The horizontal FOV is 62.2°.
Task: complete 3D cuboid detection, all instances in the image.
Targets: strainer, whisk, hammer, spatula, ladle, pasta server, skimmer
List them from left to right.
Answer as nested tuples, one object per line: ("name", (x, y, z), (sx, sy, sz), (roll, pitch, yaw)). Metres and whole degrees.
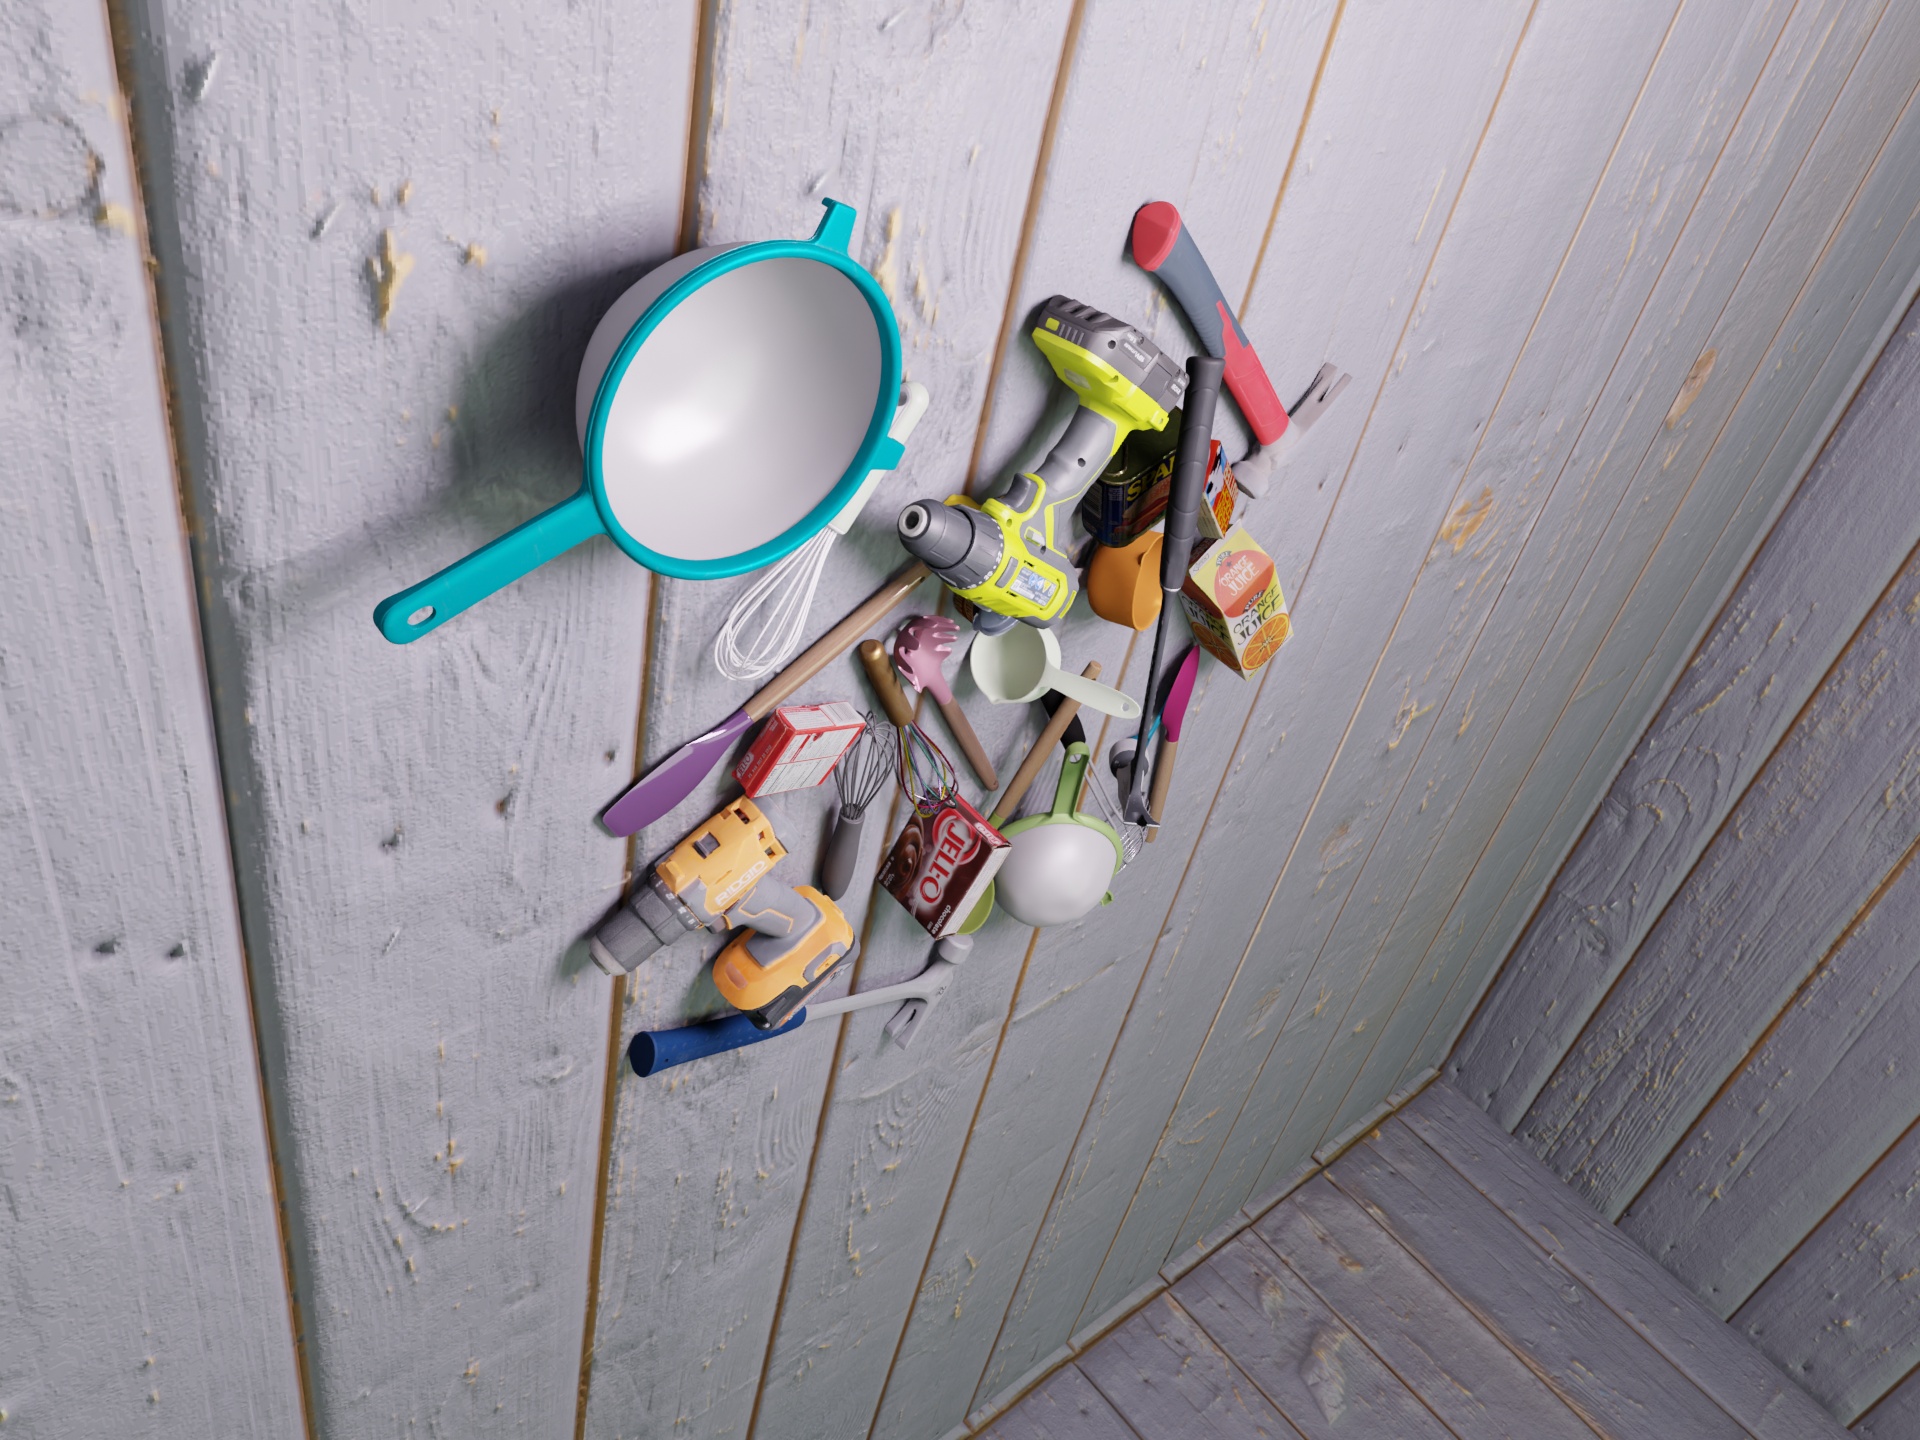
("strainer", (-0.193, -0.159, 0.908), (0.340, 0.095, 0.210), (-35, 145, -17))
("spatula", (-0.141, -0.019, 1.208), (0.316, 0.018, 0.059), (-41, 154, -9))
("hammer", (-0.149, 0.288, 1.534), (0.405, 0.035, 0.144), (-3, 128, -50))
("whisk", (-0.096, -0.131, 1.111), (0.059, 0.058, 0.246), (27, 99, -50))
("whisk", (-0.095, 0.078, 1.356), (0.055, 0.055, 0.238), (-25, 148, -34))
("whisk", (-0.045, 0.012, 1.343), (0.047, 0.051, 0.244), (-35, 145, -10))
("pasta server", (-0.002, -0.004, 1.382), (0.060, 0.040, 0.316), (-52, 152, -14))
("ladle", (0.057, 0.077, 1.500), (0.078, 0.062, 0.320), (-1, 132, -44))
("strainer", (0.100, 0.128, 1.561), (0.151, 0.069, 0.256), (0, 138, -9))
("skimmer", (0.112, 0.048, 1.596), (0.127, 0.090, 0.362), (-45, 140, -14))
("hammer", (0.168, -0.098, 1.298), (0.036, 0.149, 0.408), (5, 118, -1))
("hammer", (0.232, -0.320, 1.315), (0.143, 0.038, 0.386), (-51, 150, 2))

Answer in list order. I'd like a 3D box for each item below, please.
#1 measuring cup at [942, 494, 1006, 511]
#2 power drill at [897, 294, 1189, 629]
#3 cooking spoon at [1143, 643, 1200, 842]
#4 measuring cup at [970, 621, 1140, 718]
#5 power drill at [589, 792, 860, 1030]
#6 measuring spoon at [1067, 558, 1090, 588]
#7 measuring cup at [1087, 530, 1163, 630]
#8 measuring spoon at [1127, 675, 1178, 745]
("measuring cup", (0.038, -0.161, 1.256), (0.156, 0.029, 0.062), (-25, 143, -30))
("power drill", (0.058, -0.189, 1.175), (0.190, 0.080, 0.228), (21, 101, -54))
("cooking spoon", (0.226, 0.035, 1.727), (0.069, 0.017, 0.318), (-51, 158, -35))
("measuring cup", (0.085, -0.036, 1.332), (0.038, 0.168, 0.083), (2, 110, -59))
("power drill", (-0.191, 0.174, 1.310), (0.185, 0.084, 0.226), (-40, 145, -11))
("measuring spoon", (0.099, -0.129, 1.395), (0.124, 0.018, 0.034), (-4, 129, -59))
("measuring cup", (0.162, -0.164, 1.407), (0.174, 0.052, 0.095), (-68, 156, -16))
("measuring spoon", (0.200, -0.007, 1.661), (0.128, 0.021, 0.042), (-62, 165, 6))
